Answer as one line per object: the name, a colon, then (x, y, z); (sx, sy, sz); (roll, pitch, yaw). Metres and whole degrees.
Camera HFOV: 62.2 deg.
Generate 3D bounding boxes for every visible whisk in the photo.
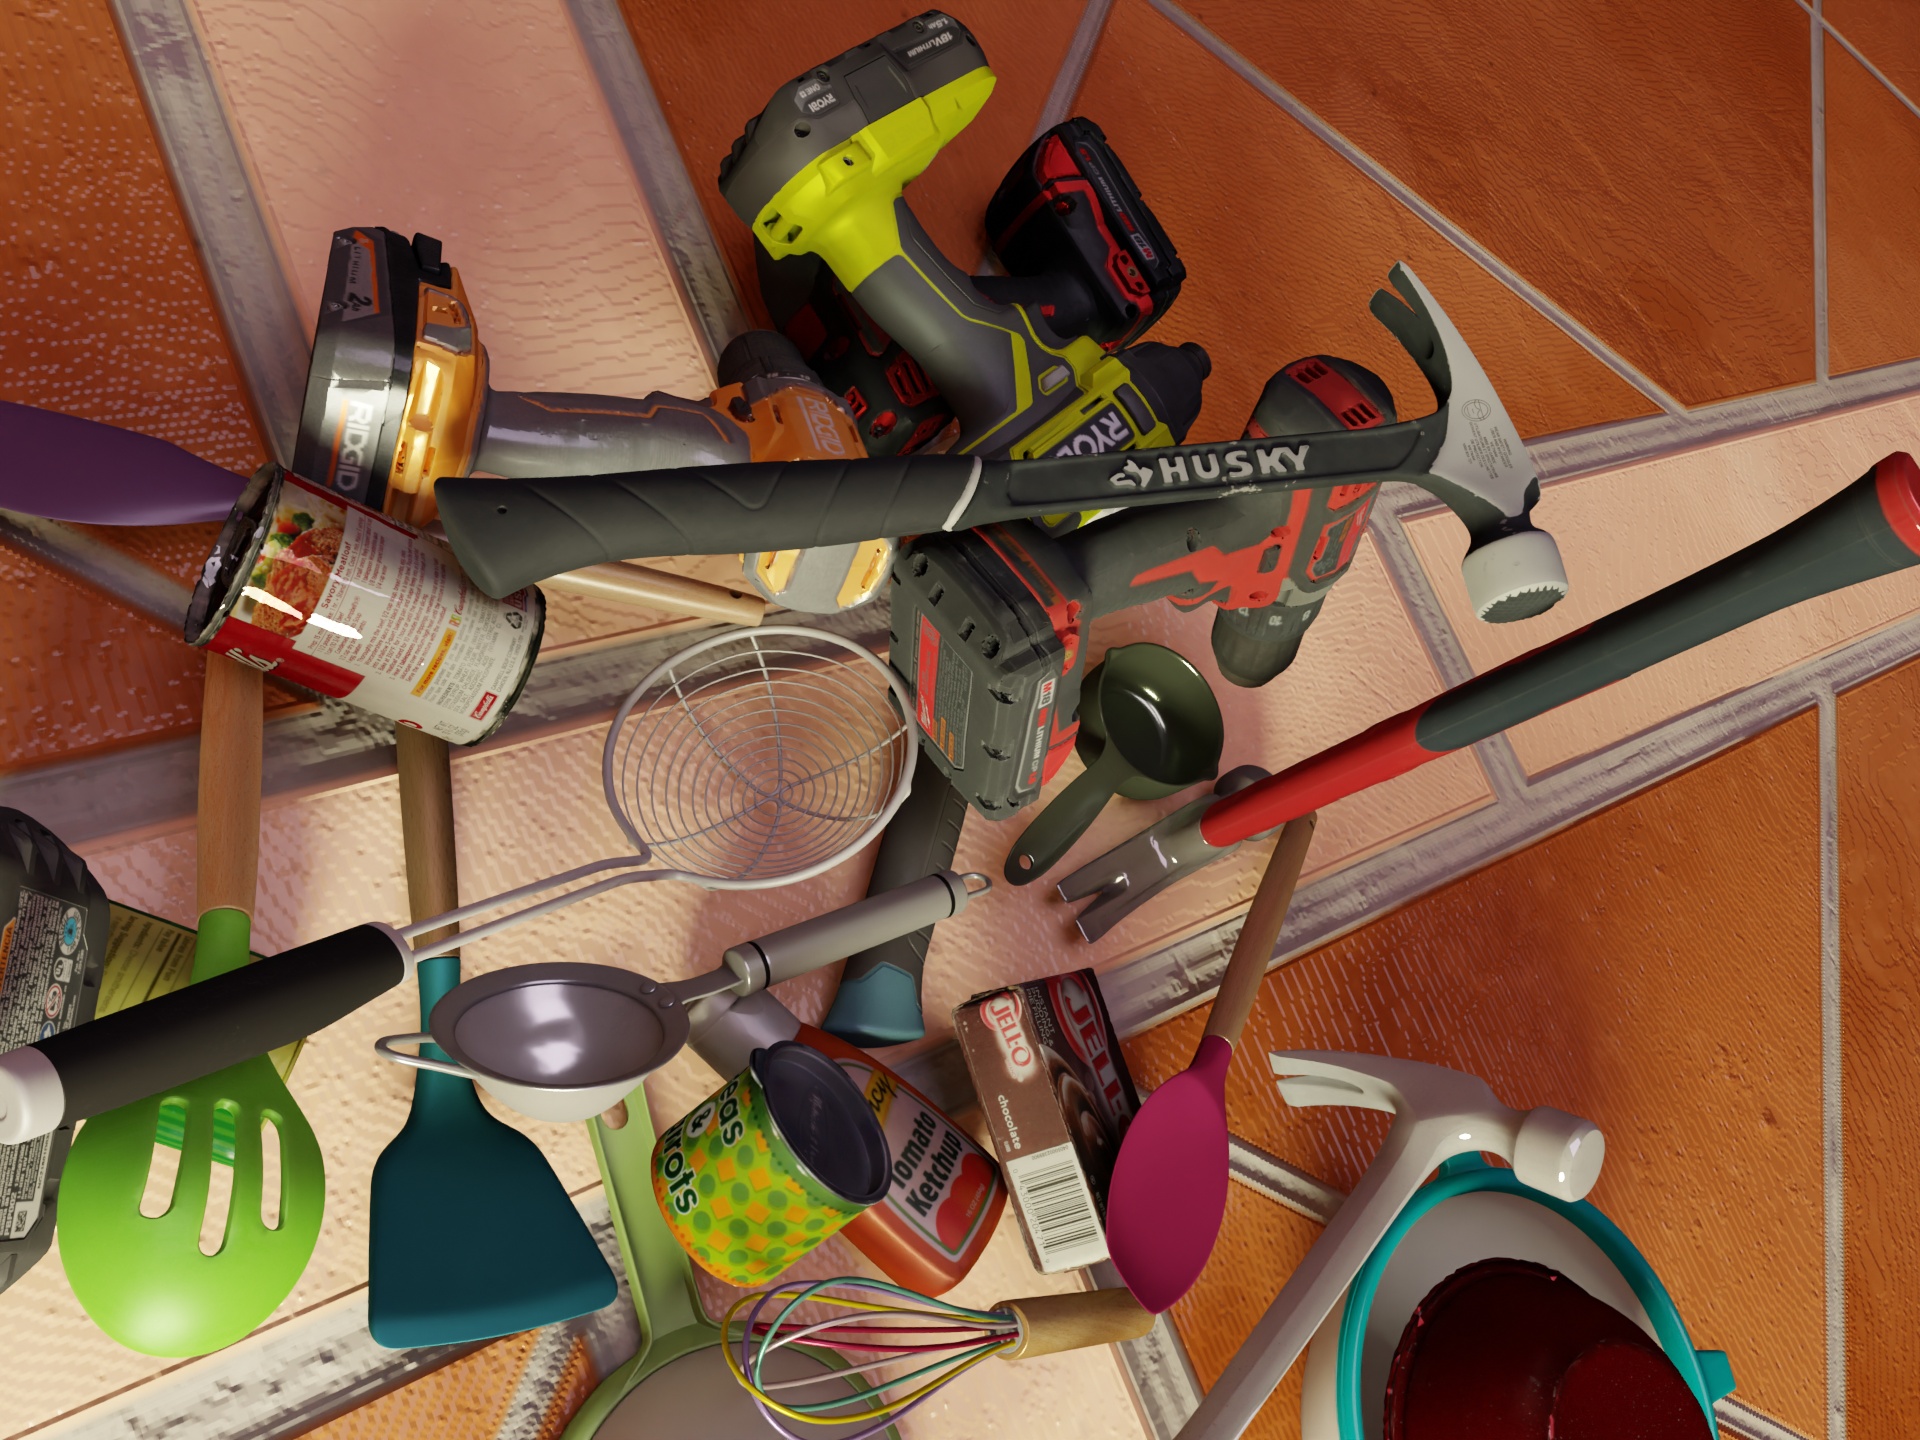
whisk: (0.003, 0.225, 0.591); (0.244, 0.047, 0.051); (19, 81, -50)

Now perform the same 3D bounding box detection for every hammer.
hammer: (-0.001, -0.002, 0.737); (0.128, 0.033, 0.331); (28, 57, -20)
hammer: (0.191, 0.004, 0.632); (0.143, 0.386, 0.038); (-26, 85, -37)
hammer: (0.082, 0.277, 0.598); (0.405, 0.144, 0.035); (-42, 124, -29)
hammer: (0.020, -0.091, 0.586); (0.409, 0.036, 0.149); (-6, 71, -12)

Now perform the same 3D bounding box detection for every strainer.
strainer: (0.193, 0.354, 0.666); (0.211, 0.095, 0.340); (42, 56, -7)
strainer: (-0.084, 0.236, 0.556); (0.151, 0.069, 0.256); (-11, 77, -35)
strainer: (-0.085, 0.096, 0.584); (0.258, 0.087, 0.050); (-16, 119, -38)

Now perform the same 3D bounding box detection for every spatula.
spatula: (-0.228, -0.073, 0.613); (0.315, 0.018, 0.060); (11, 42, -21)
spatula: (-0.189, 0.060, 0.585); (0.082, 0.044, 0.318); (1, 68, -33)

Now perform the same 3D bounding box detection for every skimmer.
skimmer: (-0.140, 0.035, 0.531); (0.127, 0.090, 0.363); (28, 21, 20)

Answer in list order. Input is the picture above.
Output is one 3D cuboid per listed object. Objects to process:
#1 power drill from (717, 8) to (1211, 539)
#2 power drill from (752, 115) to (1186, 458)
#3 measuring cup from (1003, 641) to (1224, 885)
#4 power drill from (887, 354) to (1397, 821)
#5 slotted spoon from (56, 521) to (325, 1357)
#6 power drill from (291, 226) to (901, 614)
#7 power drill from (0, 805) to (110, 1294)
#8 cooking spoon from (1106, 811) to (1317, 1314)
power drill: (0.011, -0.195, 0.725); (0.171, 0.080, 0.223); (-40, 98, -30)
power drill: (-0.001, -0.227, 0.813); (0.219, 0.078, 0.143); (-30, 87, -34)
measuring cup: (0.063, 0.028, 0.763); (0.083, 0.038, 0.167); (49, 55, -4)
power drill: (0.083, -0.046, 0.697); (0.226, 0.187, 0.080); (-28, 61, -22)
slotted spoon: (-0.237, 0.043, 0.509); (0.070, 0.031, 0.314); (20, 37, -38)
power drill: (-0.146, -0.130, 0.655); (0.226, 0.084, 0.186); (10, 34, -24)
power drill: (-0.359, 0.099, 0.403); (0.228, 0.080, 0.191); (3, 74, -5)
cooking spoon: (0.122, 0.131, 0.720); (0.068, 0.017, 0.319); (57, 37, -16)
